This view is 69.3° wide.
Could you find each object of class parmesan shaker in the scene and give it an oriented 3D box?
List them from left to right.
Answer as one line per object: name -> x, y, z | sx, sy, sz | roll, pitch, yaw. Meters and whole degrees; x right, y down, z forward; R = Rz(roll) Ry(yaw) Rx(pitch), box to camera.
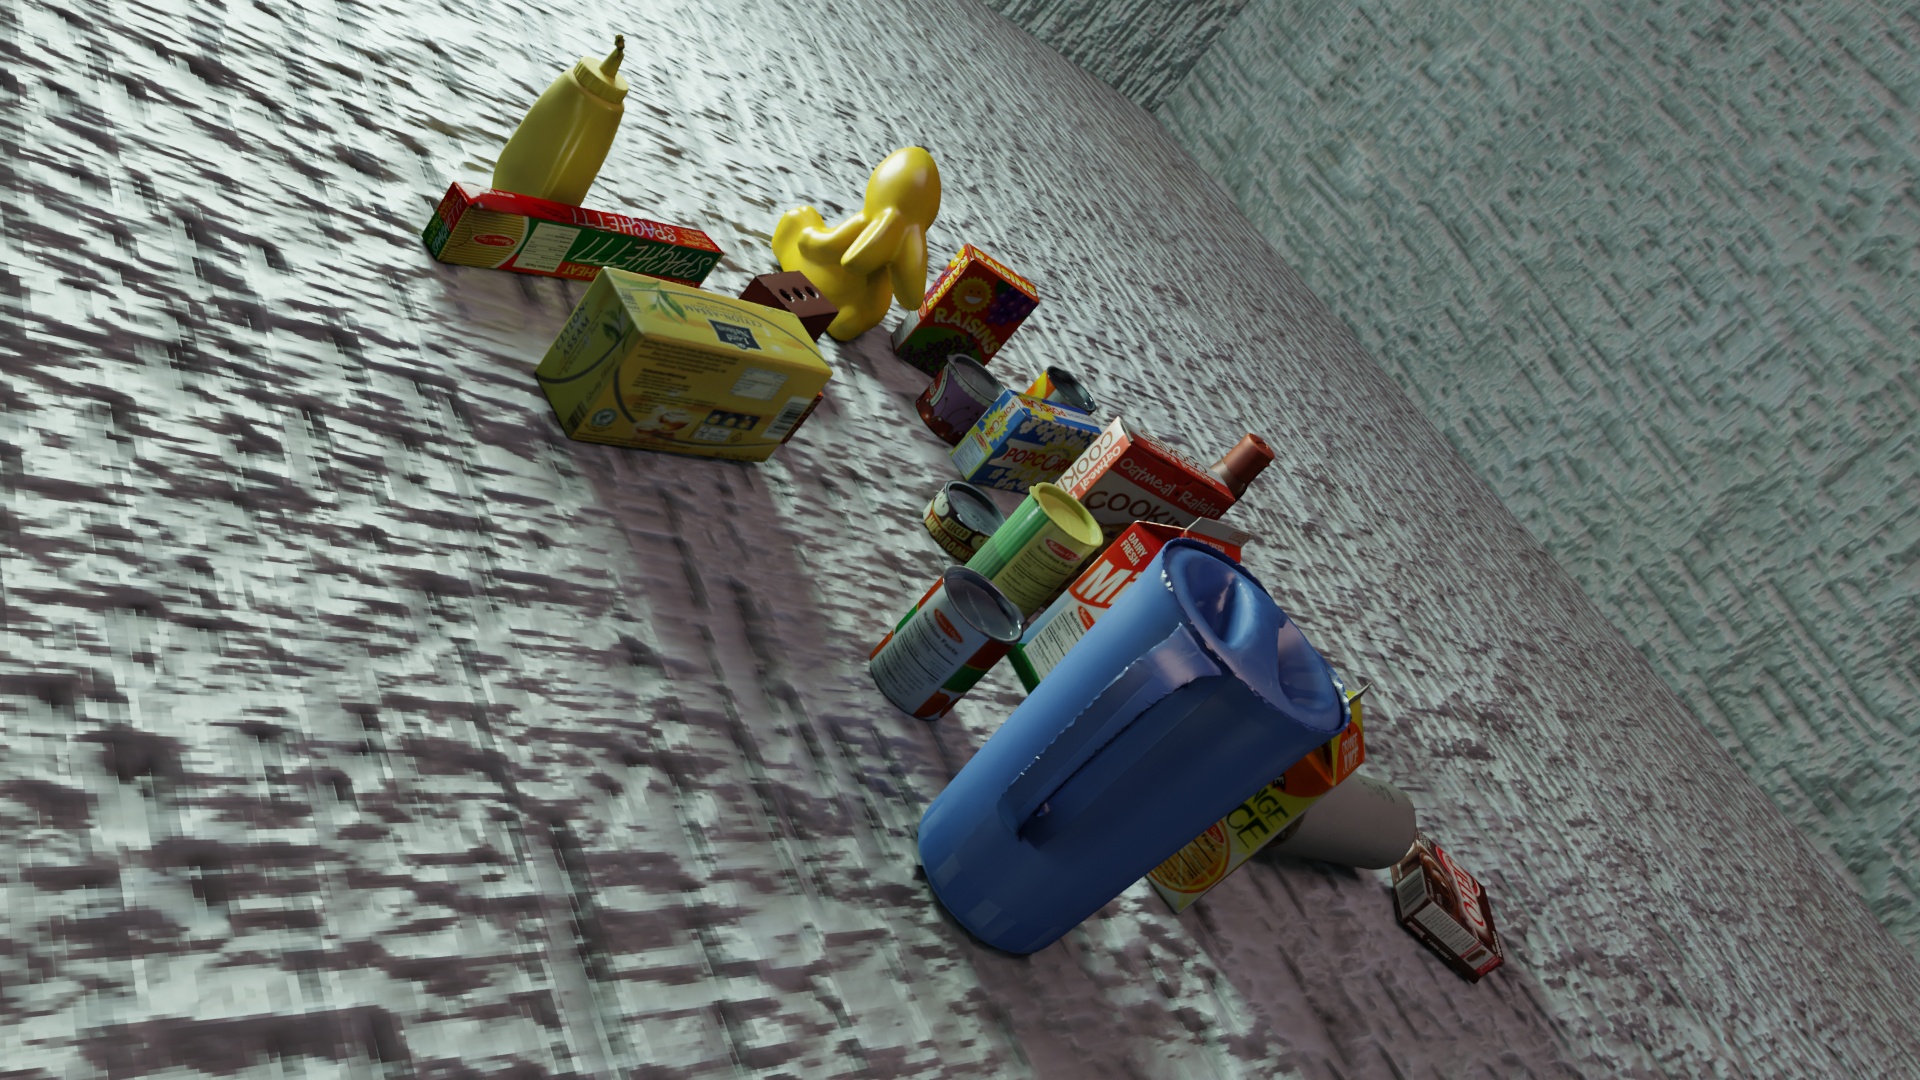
parmesan shaker -> 0.049, 0.013, 1.065 | 0.071, 0.102, 0.071 | 34, 26, -19

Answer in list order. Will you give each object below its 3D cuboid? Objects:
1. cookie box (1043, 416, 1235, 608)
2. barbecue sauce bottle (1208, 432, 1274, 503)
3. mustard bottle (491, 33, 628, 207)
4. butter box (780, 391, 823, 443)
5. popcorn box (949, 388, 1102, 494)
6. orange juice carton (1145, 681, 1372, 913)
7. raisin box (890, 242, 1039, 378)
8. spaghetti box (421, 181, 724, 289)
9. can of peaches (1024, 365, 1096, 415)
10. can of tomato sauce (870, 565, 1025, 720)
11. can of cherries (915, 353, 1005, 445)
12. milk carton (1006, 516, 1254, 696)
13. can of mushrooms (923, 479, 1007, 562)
cookie box -> 0.122, -0.009, 1.130 | 0.123, 0.166, 0.040 | 25, 30, -33
barbecue sauce bottle -> 0.252, -0.044, 1.397 | 0.044, 0.148, 0.065 | 51, 26, 19
mustard bottle -> -0.283, -0.301, 1.016 | 0.065, 0.159, 0.049 | 50, 26, 17
butter box -> -0.145, -0.128, 1.067 | 0.024, 0.053, 0.104 | 15, 36, -46
popcorn box -> 0.062, -0.086, 1.264 | 0.127, 0.085, 0.038 | 8, 42, -51
orange juice carton -> 0.201, 0.162, 0.942 | 0.073, 0.192, 0.072 | 51, 26, 17
raisin box -> 0.004, -0.213, 1.336 | 0.086, 0.123, 0.040 | 29, 28, -27
spaghetti box -> -0.276, -0.217, 1.023 | 0.029, 0.050, 0.250 | 51, 26, 19
can of peaches -> 0.096, -0.137, 1.426 | 0.071, 0.058, 0.071 | 33, 26, -19
can of tomato sauce -> -0.009, 0.068, 0.917 | 0.071, 0.082, 0.071 | 34, 26, -19
can of cherries -> -0.001, -0.129, 1.273 | 0.071, 0.058, 0.072 | 33, 26, -19
milk carton -> 0.129, 0.053, 1.015 | 0.072, 0.190, 0.074 | 15, 36, -46
can of mushrooms -> 0.004, -0.014, 1.125 | 0.071, 0.033, 0.071 | 33, 26, -19
